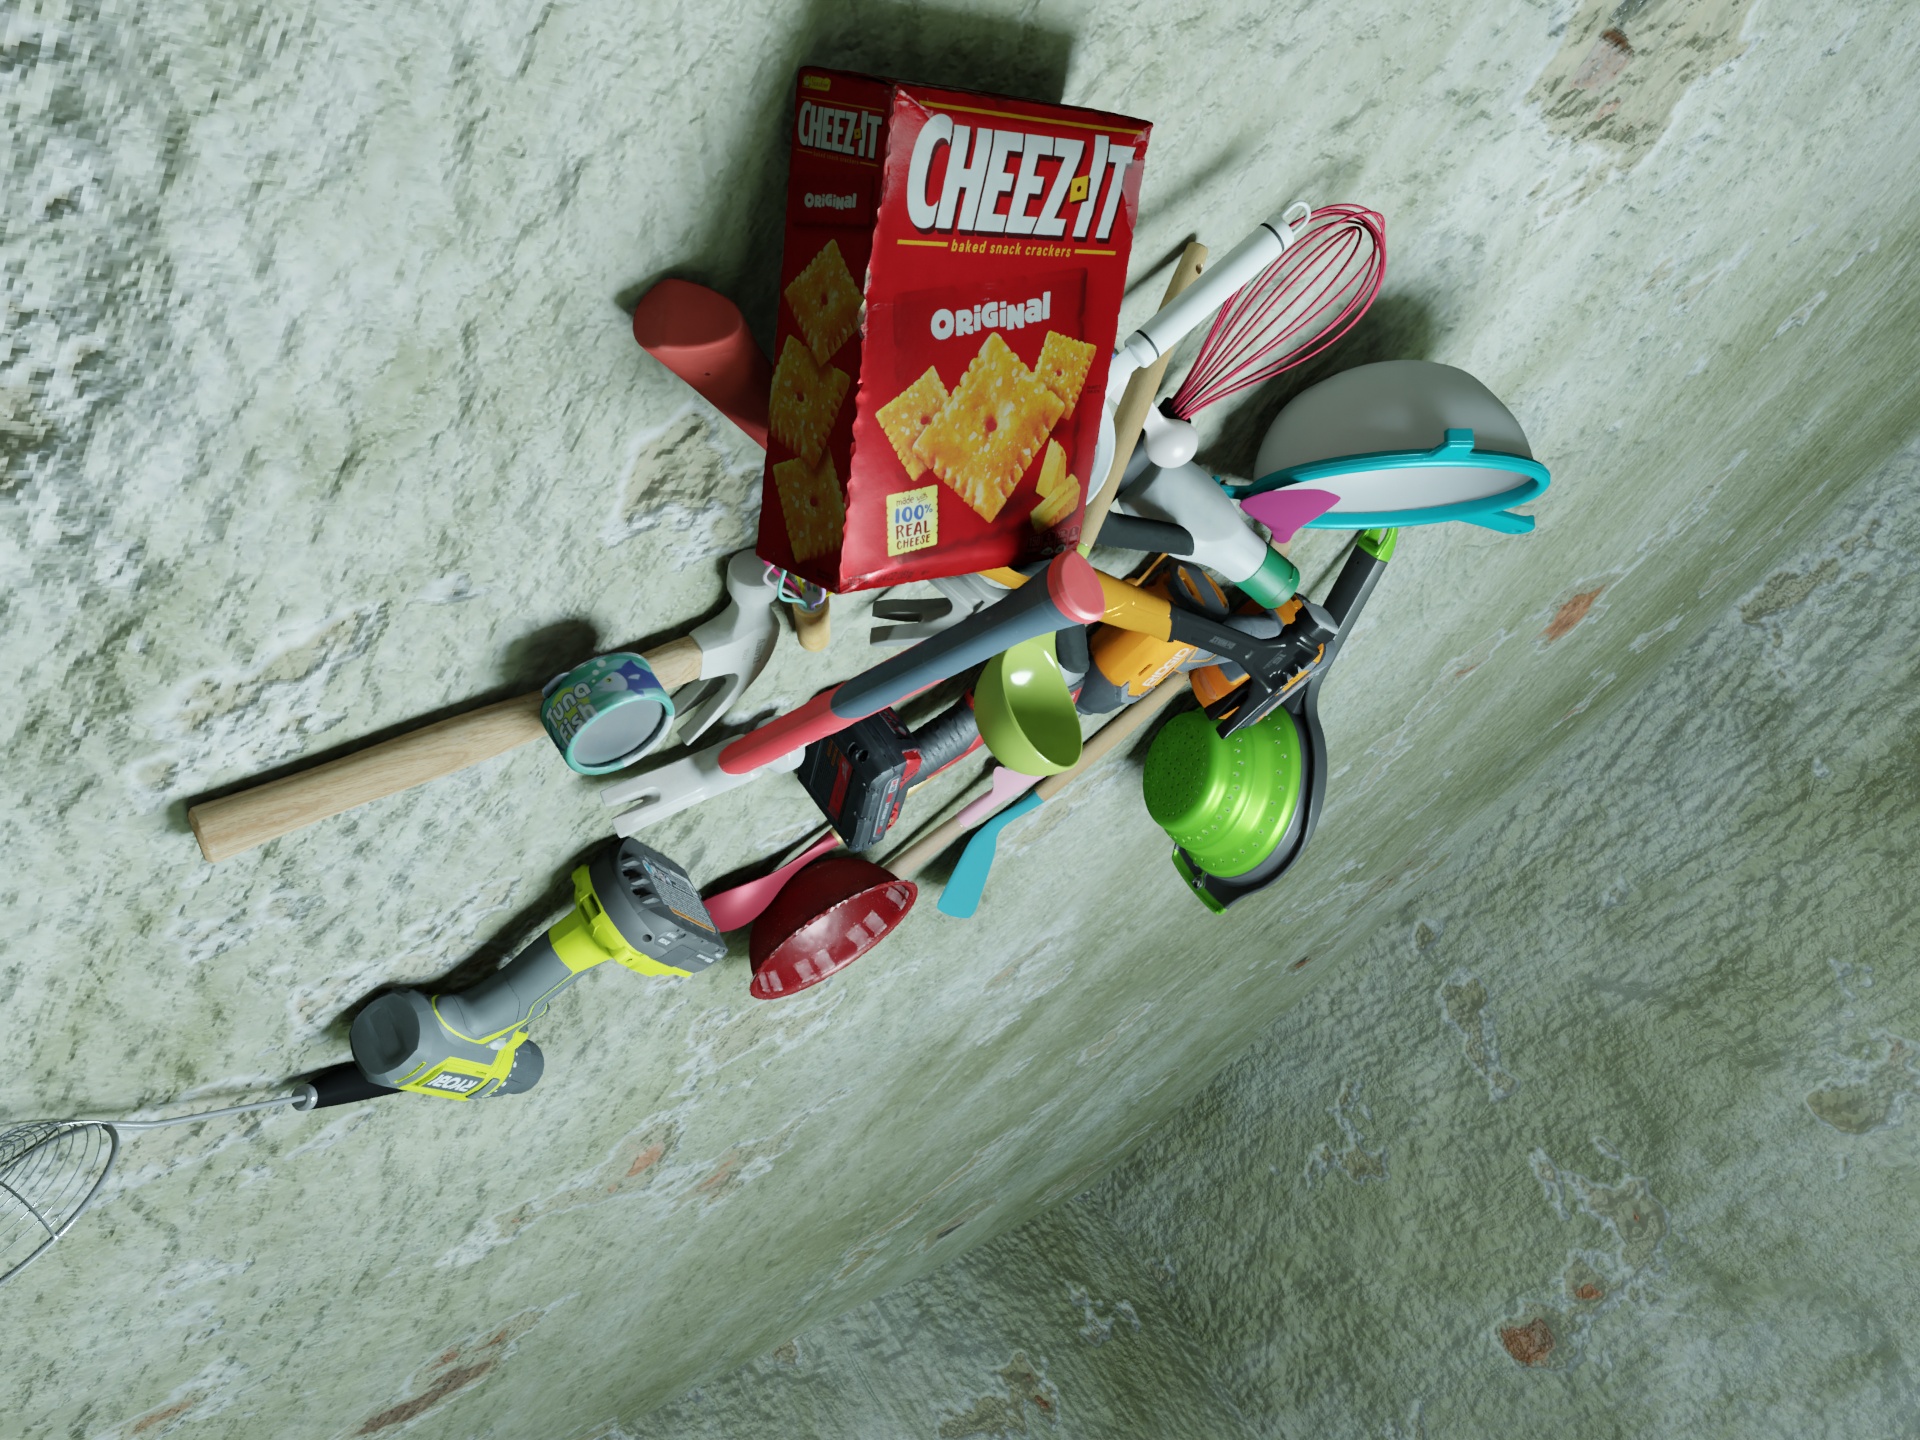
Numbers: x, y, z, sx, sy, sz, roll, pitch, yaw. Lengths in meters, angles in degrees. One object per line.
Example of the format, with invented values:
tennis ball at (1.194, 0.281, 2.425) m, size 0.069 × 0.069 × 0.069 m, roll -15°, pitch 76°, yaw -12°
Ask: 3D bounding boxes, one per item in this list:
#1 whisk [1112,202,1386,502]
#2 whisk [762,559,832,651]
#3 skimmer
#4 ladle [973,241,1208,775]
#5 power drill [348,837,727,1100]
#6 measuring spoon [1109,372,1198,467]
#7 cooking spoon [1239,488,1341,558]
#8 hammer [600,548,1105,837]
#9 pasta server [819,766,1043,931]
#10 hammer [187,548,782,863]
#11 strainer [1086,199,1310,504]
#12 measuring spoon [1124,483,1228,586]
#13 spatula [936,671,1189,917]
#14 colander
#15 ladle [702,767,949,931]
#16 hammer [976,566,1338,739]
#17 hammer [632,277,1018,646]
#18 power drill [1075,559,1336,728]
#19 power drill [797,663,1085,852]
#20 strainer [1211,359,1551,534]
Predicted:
whisk at (0.151, -0.208, 1.001) m, size 0.295 × 0.073 × 0.073 m, roll -42°, pitch 156°, yaw 29°
whisk at (-0.082, -0.069, 0.882) m, size 0.245 × 0.047 × 0.051 m, roll 113°, pitch -8°, yaw -79°
skimmer at (-0.472, 0.282, 1.019) m, size 0.127 × 0.090 × 0.363 m, roll -11°, pitch 173°, yaw 30°
ladle at (0.086, -0.121, 0.894) m, size 0.078 × 0.062 × 0.320 m, roll 26°, pitch 84°, yaw -48°
power drill at (-0.285, 0.190, 1.120) m, size 0.228 × 0.080 × 0.190 m, roll -34°, pitch 156°, yaw 2°
measuring spoon at (0.105, -0.189, 0.961) m, size 0.034 × 0.018 × 0.124 m, roll -28°, pitch 138°, yaw 26°
cooking spoon at (0.243, -0.136, 1.208) m, size 0.069 × 0.017 × 0.318 m, roll -2°, pitch 175°, yaw 8°
hammer at (-0.064, -0.010, 0.887) m, size 0.143 × 0.038 × 0.386 m, roll -24°, pitch 180°, yaw -39°
pasta server at (-0.024, 0.095, 1.363) m, size 0.316 × 0.040 × 0.060 m, roll -38°, pitch 157°, yaw 14°
hammer at (-0.249, 0.004, 0.877) m, size 0.331 × 0.031 × 0.130 m, roll -23°, pitch 153°, yaw -27°
strainer at (0.092, -0.195, 0.861) m, size 0.258 × 0.050 × 0.086 m, roll -41°, pitch 112°, yaw -2°
measuring spoon at (0.159, -0.136, 1.200) m, size 0.117 × 0.011 × 0.021 m, roll -48°, pitch 171°, yaw 18°
spatula at (0.098, 0.060, 1.435) m, size 0.317 × 0.044 × 0.082 m, roll -41°, pitch 154°, yaw 9°
colander at (0.267, -0.016, 1.438) m, size 0.094 × 0.205 × 0.397 m, roll 14°, pitch 112°, yaw -28°
ladle at (-0.079, 0.076, 1.251) m, size 0.315 × 0.031 × 0.069 m, roll -35°, pitch 164°, yaw -7°
hammer at (0.125, -0.071, 1.124) m, size 0.336 × 0.034 × 0.127 m, roll 17°, pitch 127°, yaw -40°
hammer at (-0.063, -0.121, 0.851) m, size 0.149 × 0.037 × 0.358 m, roll -5°, pitch 159°, yaw 26°
power drill at (0.189, -0.050, 1.303) m, size 0.226 × 0.084 × 0.164 m, roll 4°, pitch 141°, yaw -48°
power drill at (-0.002, -0.004, 1.148) m, size 0.219 × 0.079 × 0.143 m, roll -26°, pitch 154°, yaw -29°
strainer at (0.345, -0.198, 1.172) m, size 0.211 × 0.095 × 0.340 m, roll -5°, pitch 175°, yaw 41°
